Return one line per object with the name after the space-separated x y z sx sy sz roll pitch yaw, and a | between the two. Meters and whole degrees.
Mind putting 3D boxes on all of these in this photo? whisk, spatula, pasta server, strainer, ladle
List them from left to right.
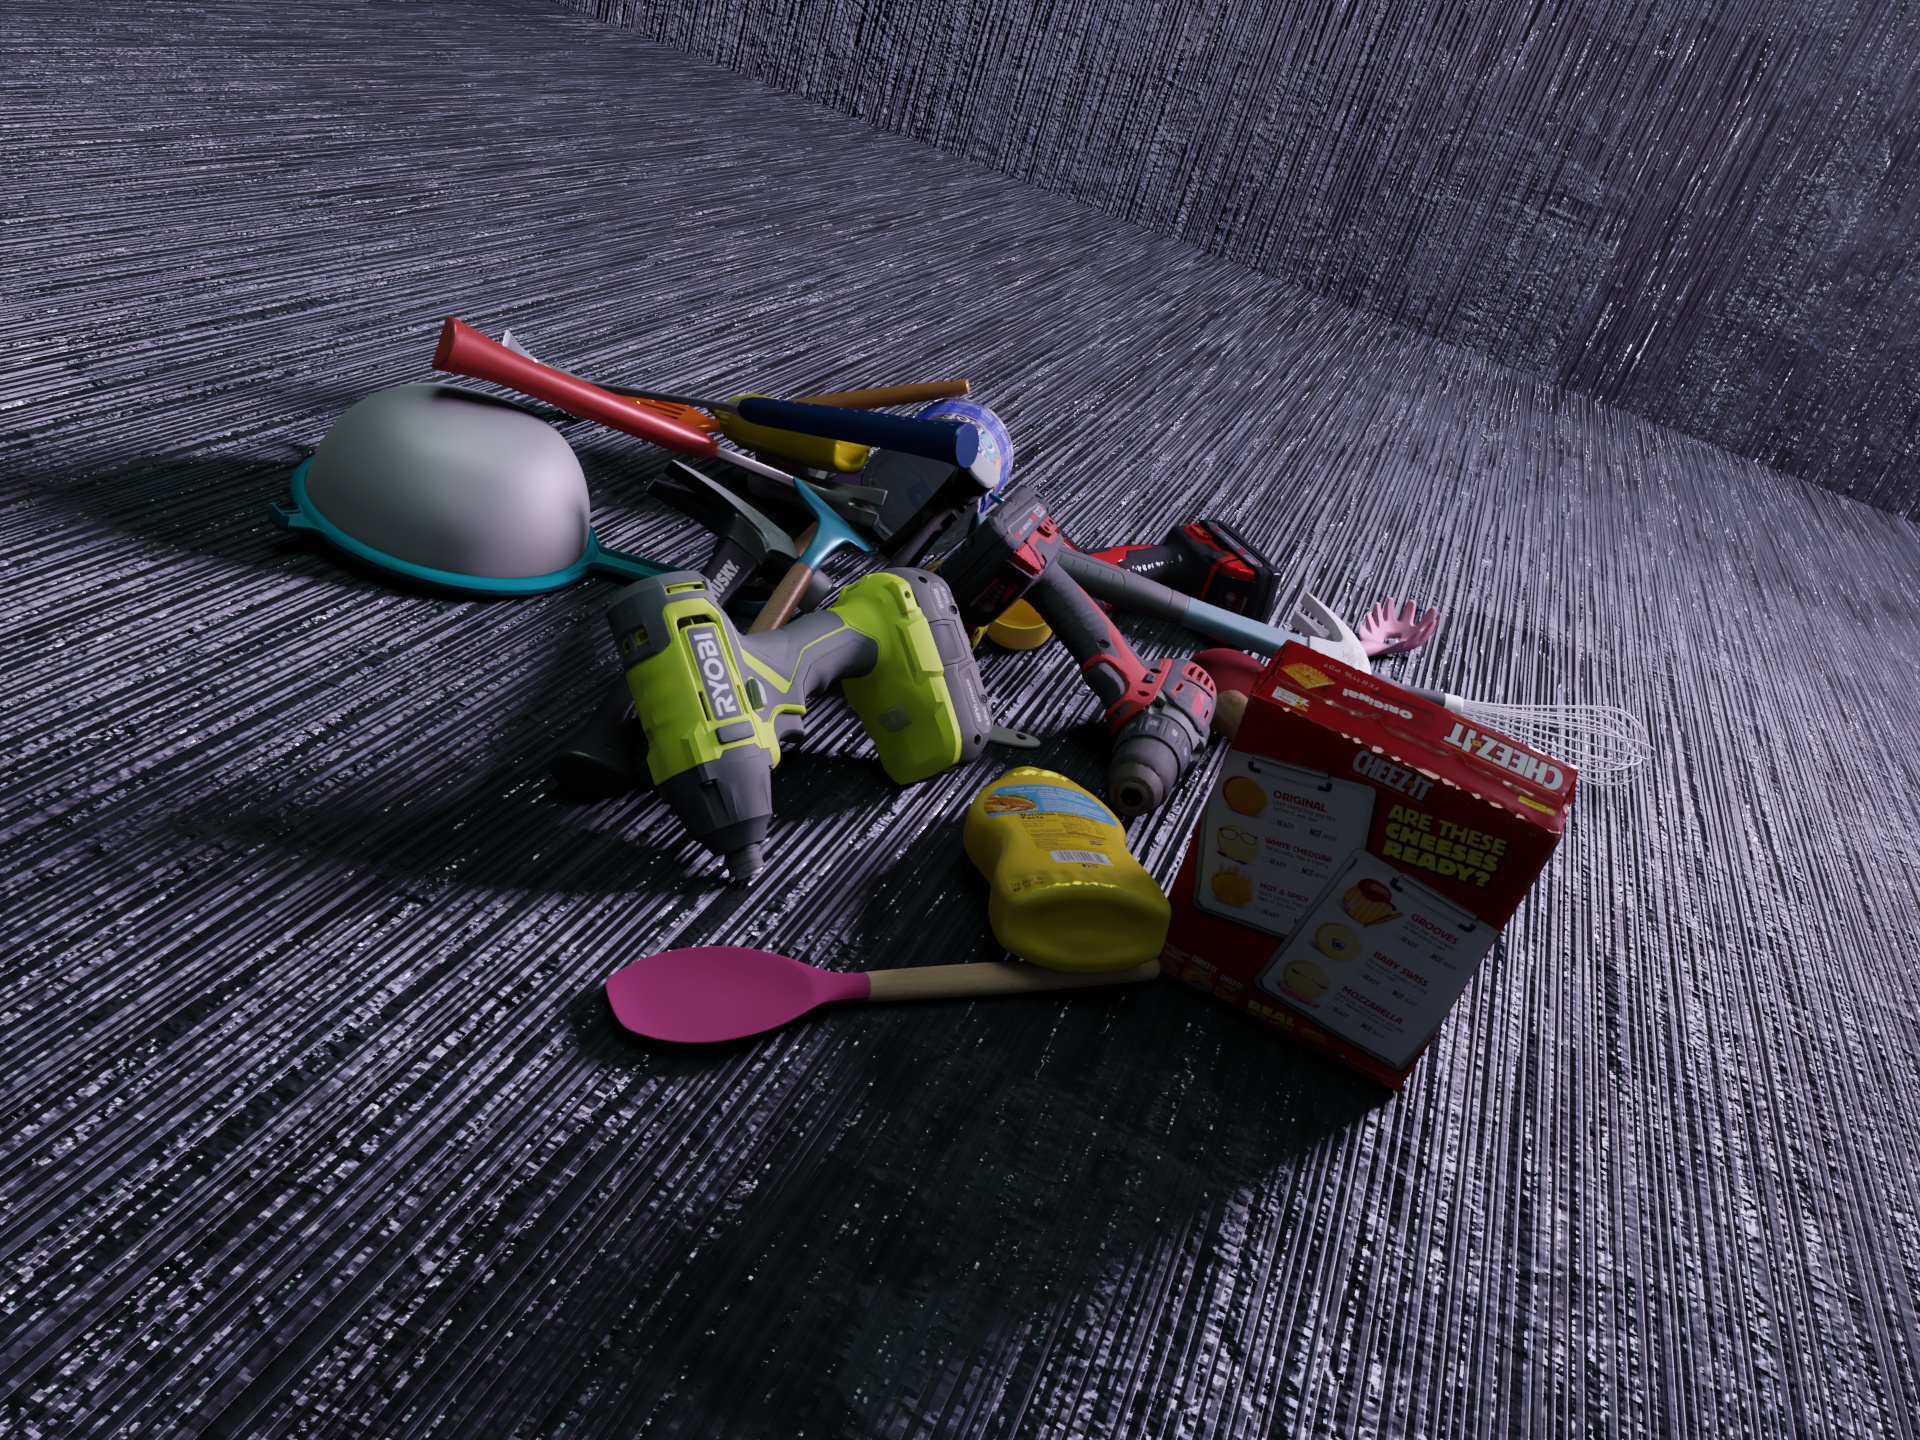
-0.288 -0.160 1.119 0.340 0.095 0.211 16 28 -9 | strainer
-0.120 -0.080 1.079 0.082 0.044 0.318 42 36 -15 | spatula
-0.153 -0.288 1.424 0.322 0.041 0.081 -5 27 9 | spatula
-0.110 -0.160 1.314 0.060 0.018 0.316 16 27 6 | spatula
0.327 -0.061 1.385 0.060 0.040 0.316 24 27 36 | pasta server
0.282 0.034 1.193 0.069 0.031 0.316 -32 55 -22 | ladle
0.443 -0.002 1.339 0.284 0.070 0.070 14 28 1 | whisk

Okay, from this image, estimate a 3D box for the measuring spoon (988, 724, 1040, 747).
-0.002 -0.004 1.100 0.124 0.018 0.034 14 28 -10 | measuring spoon

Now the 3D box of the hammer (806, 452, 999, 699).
-0.072 -0.080 1.127 0.034 0.127 0.337 43 39 -7 | hammer

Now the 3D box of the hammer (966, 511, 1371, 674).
0.160 -0.089 1.234 0.331 0.033 0.128 20 40 -2 | hammer

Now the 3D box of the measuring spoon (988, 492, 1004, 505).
0.053 -0.165 1.372 0.042 0.021 0.128 32 3 33 | measuring spoon

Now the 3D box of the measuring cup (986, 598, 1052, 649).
0.036 -0.109 1.280 0.062 0.029 0.157 -5 39 -11 | measuring cup

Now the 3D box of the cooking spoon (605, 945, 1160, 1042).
-0.027 0.138 0.831 0.318 0.017 0.069 1 31 -29 | cooking spoon

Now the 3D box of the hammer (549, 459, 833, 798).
-0.185 -0.057 1.024 0.146 0.035 0.335 41 31 -13 | hammer

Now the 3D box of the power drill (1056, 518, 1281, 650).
0.150 -0.116 1.338 0.219 0.078 0.143 0 33 -27 | power drill

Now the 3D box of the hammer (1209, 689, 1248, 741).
0.208 0.019 1.056 0.031 0.130 0.331 45 4 -8 | hammer

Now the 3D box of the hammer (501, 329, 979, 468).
-0.179 -0.245 1.244 0.406 0.035 0.144 13 -2 22 | hammer

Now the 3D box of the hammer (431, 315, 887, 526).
-0.222 -0.216 1.179 0.149 0.037 0.358 20 3 42 | hammer

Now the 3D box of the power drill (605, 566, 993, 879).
-0.089 -0.008 0.944 0.223 0.080 0.171 -14 83 -47 | power drill

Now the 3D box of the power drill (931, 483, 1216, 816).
0.081 -0.042 1.101 0.226 0.080 0.188 45 29 -5 | power drill
